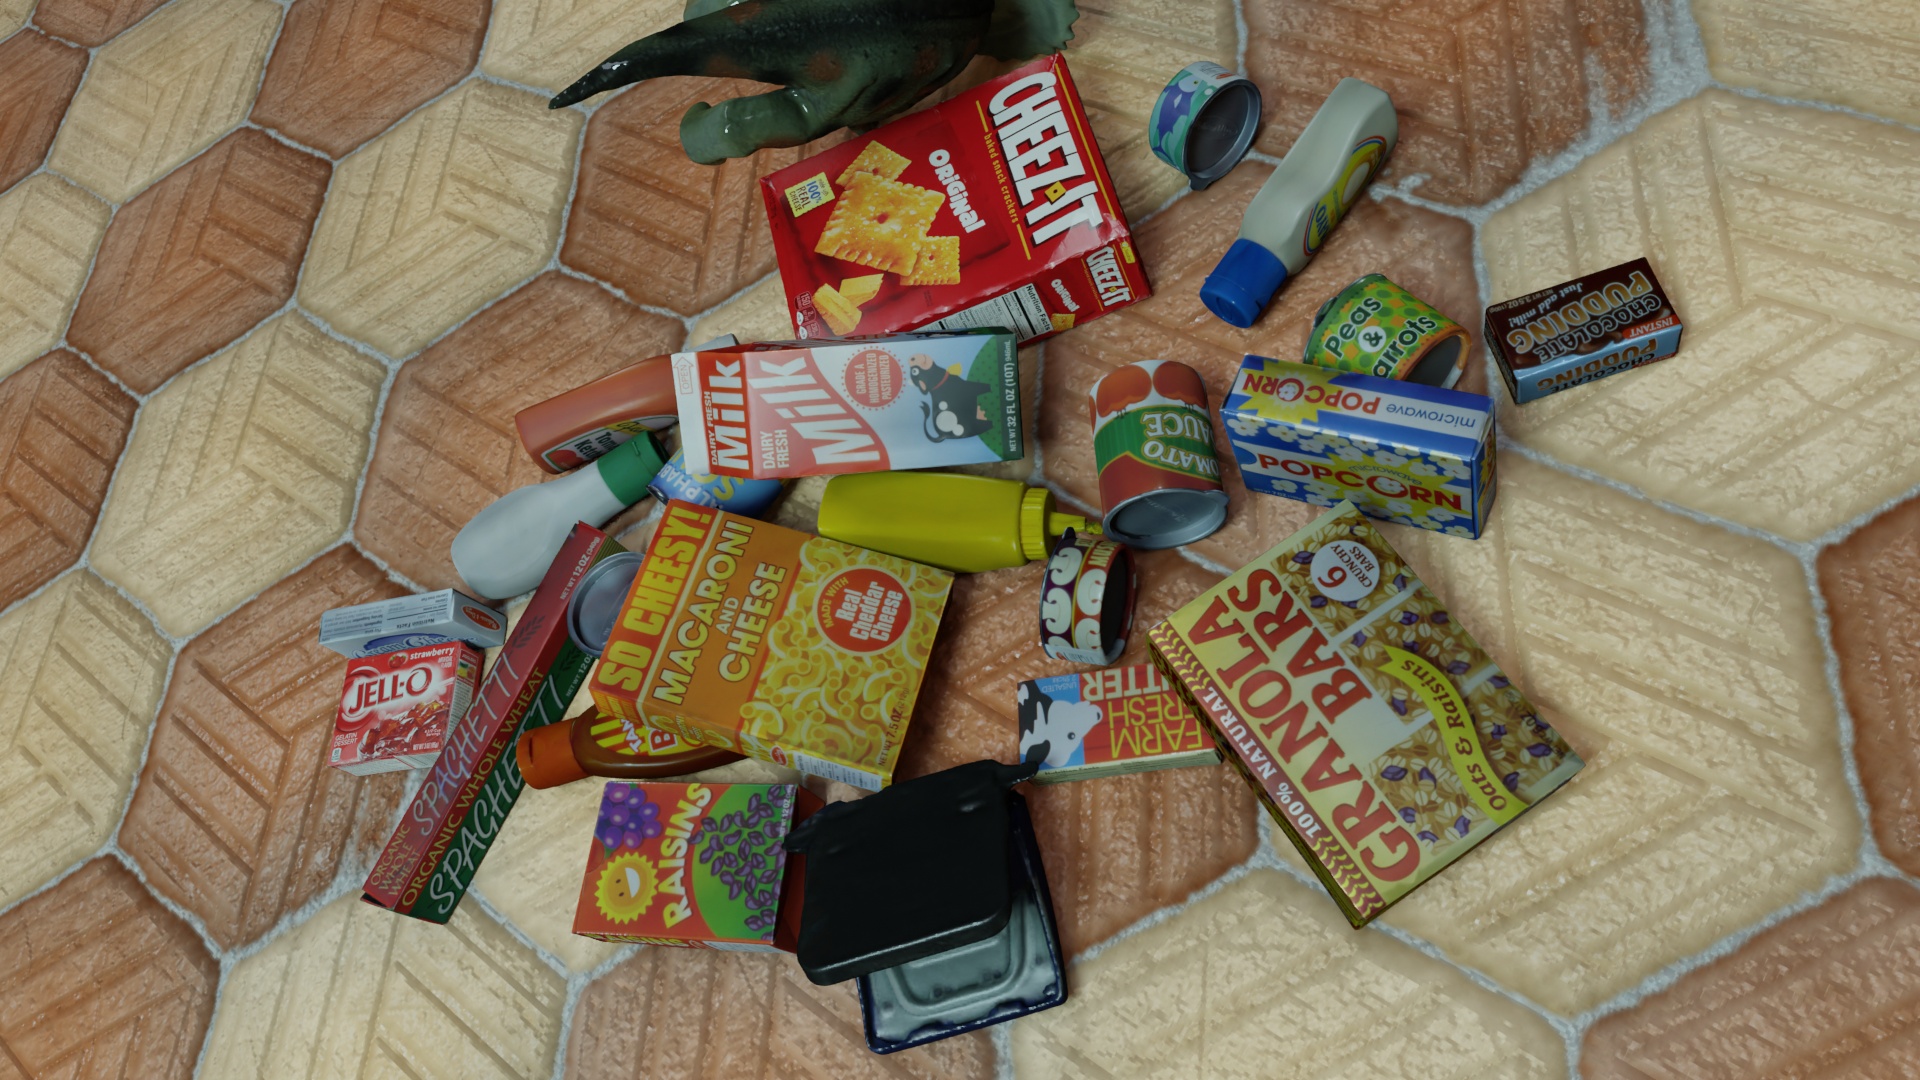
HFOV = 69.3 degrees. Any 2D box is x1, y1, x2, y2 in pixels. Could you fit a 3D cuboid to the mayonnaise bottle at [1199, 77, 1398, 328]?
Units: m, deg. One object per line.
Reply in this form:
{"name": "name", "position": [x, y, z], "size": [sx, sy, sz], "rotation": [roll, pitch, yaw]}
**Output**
{"name": "mayonnaise bottle", "position": [0.194, -0.190, 0.798], "size": [0.041, 0.064, 0.148], "rotation": [34, 84, 27]}

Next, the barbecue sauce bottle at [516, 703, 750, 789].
{"name": "barbecue sauce bottle", "position": [-0.183, 0.109, 0.804], "size": [0.148, 0.043, 0.065], "rotation": [-17, 65, 13]}

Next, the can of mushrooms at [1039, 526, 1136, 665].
{"name": "can of mushrooms", "position": [0.068, 0.029, 0.731], "size": [0.033, 0.071, 0.071], "rotation": [7, 68, 24]}

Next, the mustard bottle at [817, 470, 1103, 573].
{"name": "mustard bottle", "position": [0.003, -0.010, 0.781], "size": [0.160, 0.065, 0.049], "rotation": [1, 66, 17]}

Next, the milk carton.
{"name": "milk carton", "position": [-0.063, -0.078, 0.784], "size": [0.191, 0.073, 0.072], "rotation": [-5, 102, -3]}

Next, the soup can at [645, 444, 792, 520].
{"name": "soup can", "position": [-0.141, -0.045, 0.848], "size": [0.071, 0.071, 0.084], "rotation": [32, 80, 31]}

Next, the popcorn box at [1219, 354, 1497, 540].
{"name": "popcorn box", "position": [0.204, -0.047, 0.706], "size": [0.127, 0.085, 0.038], "rotation": [15, 70, 28]}

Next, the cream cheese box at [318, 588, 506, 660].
{"name": "cream cheese box", "position": [-0.351, 0.056, 0.891], "size": [0.104, 0.053, 0.024], "rotation": [-10, 64, 17]}

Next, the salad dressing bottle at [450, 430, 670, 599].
{"name": "salad dressing bottle", "position": [-0.254, -0.018, 0.896], "size": [0.147, 0.044, 0.064], "rotation": [-31, 61, 3]}

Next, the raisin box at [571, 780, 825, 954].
{"name": "raisin box", "position": [-0.142, 0.177, 0.756], "size": [0.123, 0.040, 0.086], "rotation": [-3, 65, 21]}

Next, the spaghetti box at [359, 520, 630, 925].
{"name": "spaghetti box", "position": [-0.270, 0.108, 0.835], "size": [0.029, 0.050, 0.251], "rotation": [19, 73, 27]}

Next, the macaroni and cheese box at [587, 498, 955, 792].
{"name": "macaroni and cheese box", "position": [-0.100, 0.057, 0.759], "size": [0.166, 0.040, 0.124], "rotation": [15, 62, 5]}

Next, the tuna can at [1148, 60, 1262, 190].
{"name": "tuna can", "position": [0.147, -0.252, 0.844], "size": [0.071, 0.071, 0.033], "rotation": [-44, 57, -4]}

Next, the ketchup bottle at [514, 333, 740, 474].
{"name": "ketchup bottle", "position": [-0.210, -0.091, 0.907], "size": [0.149, 0.064, 0.043], "rotation": [-23, 80, 0]}

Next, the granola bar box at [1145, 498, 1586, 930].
{"name": "granola bar box", "position": [0.186, 0.079, 0.661], "size": [0.124, 0.039, 0.166], "rotation": [-33, 64, -5]}

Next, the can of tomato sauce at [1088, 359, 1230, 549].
{"name": "can of tomato sauce", "position": [0.107, -0.047, 0.754], "size": [0.071, 0.071, 0.083], "rotation": [-12, 61, 16]}

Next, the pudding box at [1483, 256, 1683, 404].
{"name": "pudding box", "position": [0.322, -0.108, 0.723], "size": [0.083, 0.030, 0.050], "rotation": [-17, 61, 13]}

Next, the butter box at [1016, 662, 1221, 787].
{"name": "butter box", "position": [0.082, 0.094, 0.719], "size": [0.103, 0.024, 0.053], "rotation": [-10, 62, 17]}

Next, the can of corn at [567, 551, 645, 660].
{"name": "can of corn", "position": [-0.187, 0.049, 0.827], "size": [0.071, 0.058, 0.071], "rotation": [-9, 62, 17]}

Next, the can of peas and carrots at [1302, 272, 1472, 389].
{"name": "can of peas and carrots", "position": [0.224, -0.099, 0.732], "size": [0.071, 0.070, 0.059], "rotation": [-44, 58, -4]}
